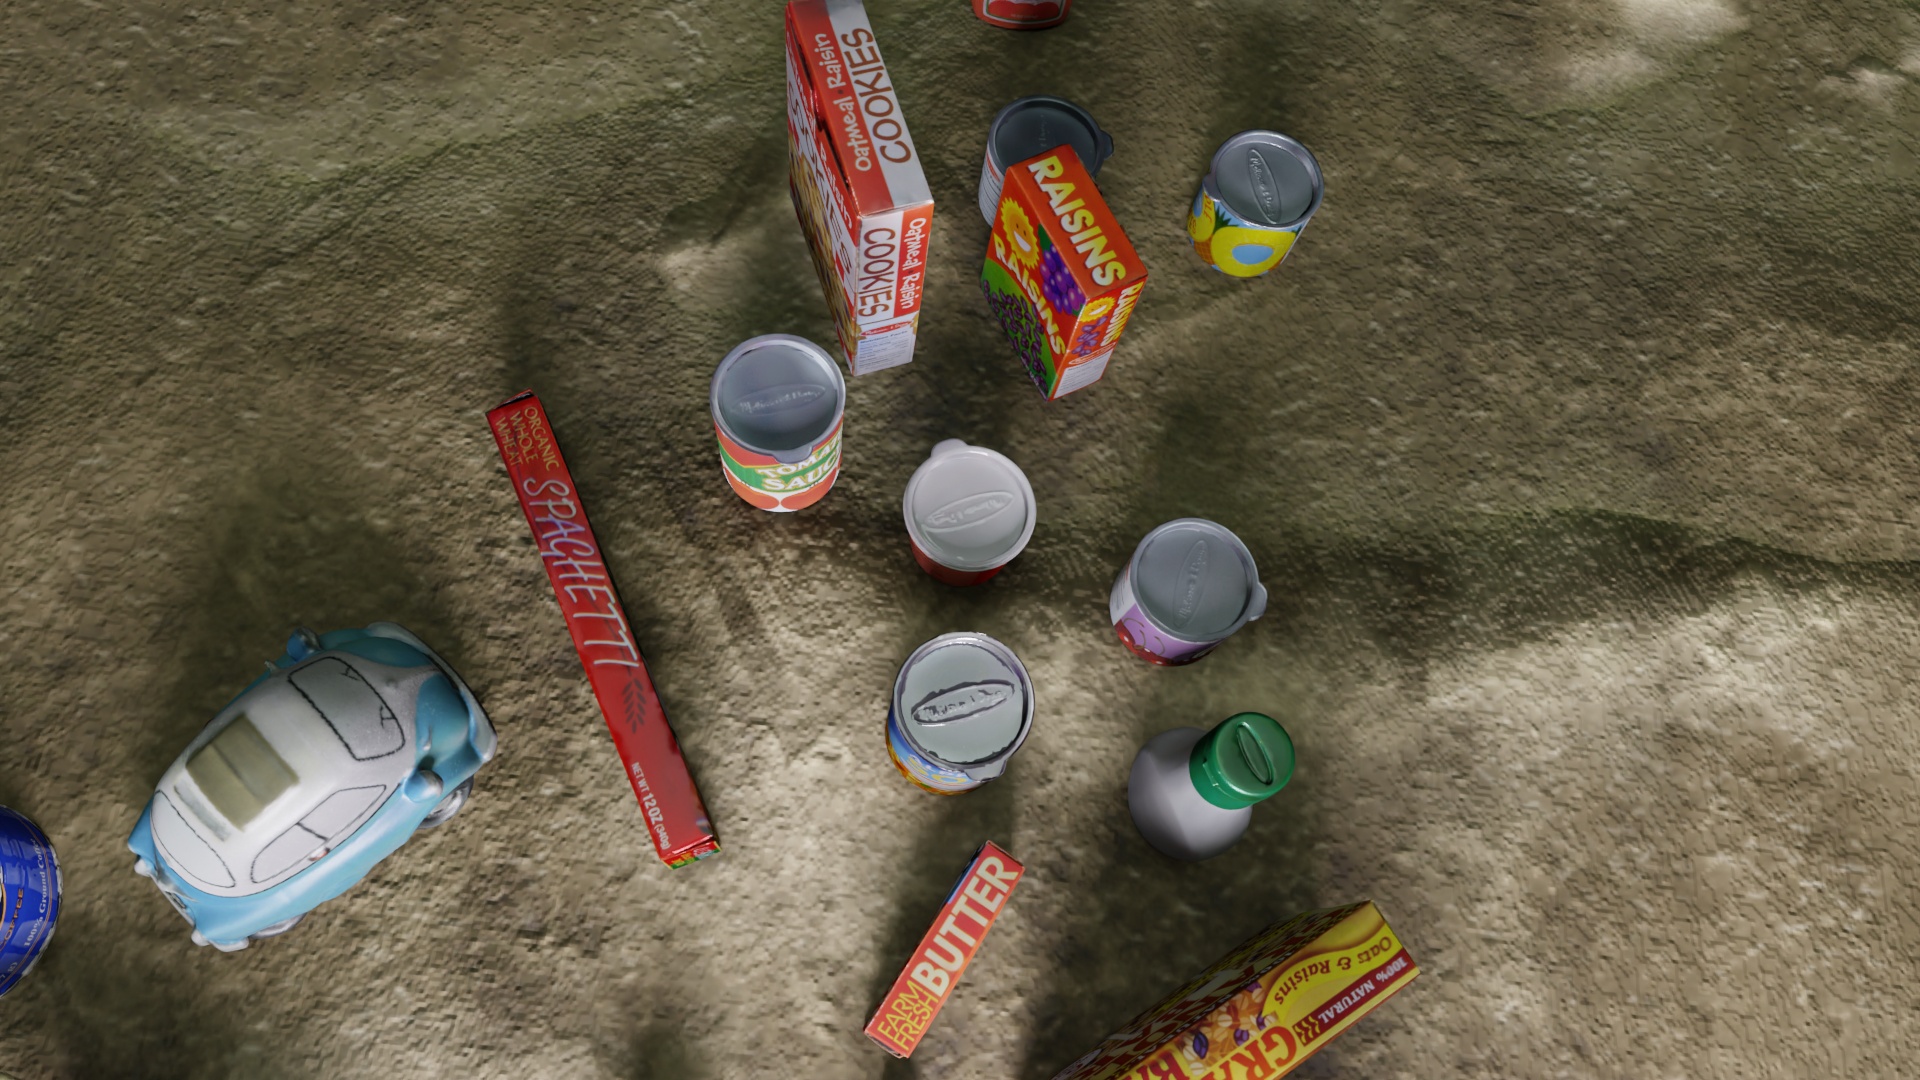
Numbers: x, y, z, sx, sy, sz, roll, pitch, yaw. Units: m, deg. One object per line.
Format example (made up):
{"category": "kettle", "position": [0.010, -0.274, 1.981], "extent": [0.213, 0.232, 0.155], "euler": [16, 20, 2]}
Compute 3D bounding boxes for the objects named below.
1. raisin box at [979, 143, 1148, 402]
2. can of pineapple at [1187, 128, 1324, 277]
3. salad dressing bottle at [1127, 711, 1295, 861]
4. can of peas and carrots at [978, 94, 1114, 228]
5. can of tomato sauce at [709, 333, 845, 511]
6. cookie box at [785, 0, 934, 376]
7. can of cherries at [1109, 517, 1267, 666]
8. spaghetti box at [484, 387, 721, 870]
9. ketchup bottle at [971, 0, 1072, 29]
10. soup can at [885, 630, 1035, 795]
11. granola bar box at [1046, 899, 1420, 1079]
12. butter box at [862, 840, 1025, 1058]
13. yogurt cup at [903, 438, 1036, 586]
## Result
{"category": "raisin box", "position": [0.052, -0.139, 0.742], "extent": [0.040, 0.123, 0.086], "euler": [-24, 75, -13]}
{"category": "can of pineapple", "position": [0.169, -0.196, 0.809], "extent": [0.071, 0.057, 0.071], "euler": [2, 71, -5]}
{"category": "salad dressing bottle", "position": [0.115, 0.113, 0.647], "extent": [0.044, 0.147, 0.064], "euler": [-20, 74, -12]}
{"category": "can of peas and carrots", "position": [0.048, -0.212, 0.801], "extent": [0.071, 0.058, 0.071], "euler": [2, 71, -5]}
{"category": "can of tomato sauce", "position": [-0.093, -0.057, 0.719], "extent": [0.071, 0.082, 0.071], "euler": [2, 71, -5]}
{"category": "cookie box", "position": [-0.056, -0.178, 0.721], "extent": [0.040, 0.167, 0.123], "euler": [-16, 73, -11]}
{"category": "can of cherries", "position": [0.117, 0.030, 0.724], "extent": [0.071, 0.058, 0.071], "euler": [2, 71, -5]}
{"category": "spaghetti box", "position": [-0.179, 0.042, 0.692], "extent": [0.029, 0.050, 0.250], "euler": [-22, 75, -13]}
{"category": "ketchup bottle", "position": [0.044, -0.362, 0.806], "extent": [0.065, 0.148, 0.043], "euler": [1, 71, -6]}
{"category": "soup can", "position": [-0.002, 0.089, 0.677], "extent": [0.071, 0.083, 0.071], "euler": [2, 71, -5]}
{"category": "granola bar box", "position": [0.109, 0.224, 0.619], "extent": [0.166, 0.123, 0.039], "euler": [-29, 77, -15]}
{"category": "butter box", "position": [-0.008, 0.193, 0.656], "extent": [0.024, 0.053, 0.104], "euler": [33, 71, 6]}
{"category": "yogurt cup", "position": [0.003, -0.009, 0.728], "extent": [0.072, 0.053, 0.072], "euler": [2, 71, -5]}
